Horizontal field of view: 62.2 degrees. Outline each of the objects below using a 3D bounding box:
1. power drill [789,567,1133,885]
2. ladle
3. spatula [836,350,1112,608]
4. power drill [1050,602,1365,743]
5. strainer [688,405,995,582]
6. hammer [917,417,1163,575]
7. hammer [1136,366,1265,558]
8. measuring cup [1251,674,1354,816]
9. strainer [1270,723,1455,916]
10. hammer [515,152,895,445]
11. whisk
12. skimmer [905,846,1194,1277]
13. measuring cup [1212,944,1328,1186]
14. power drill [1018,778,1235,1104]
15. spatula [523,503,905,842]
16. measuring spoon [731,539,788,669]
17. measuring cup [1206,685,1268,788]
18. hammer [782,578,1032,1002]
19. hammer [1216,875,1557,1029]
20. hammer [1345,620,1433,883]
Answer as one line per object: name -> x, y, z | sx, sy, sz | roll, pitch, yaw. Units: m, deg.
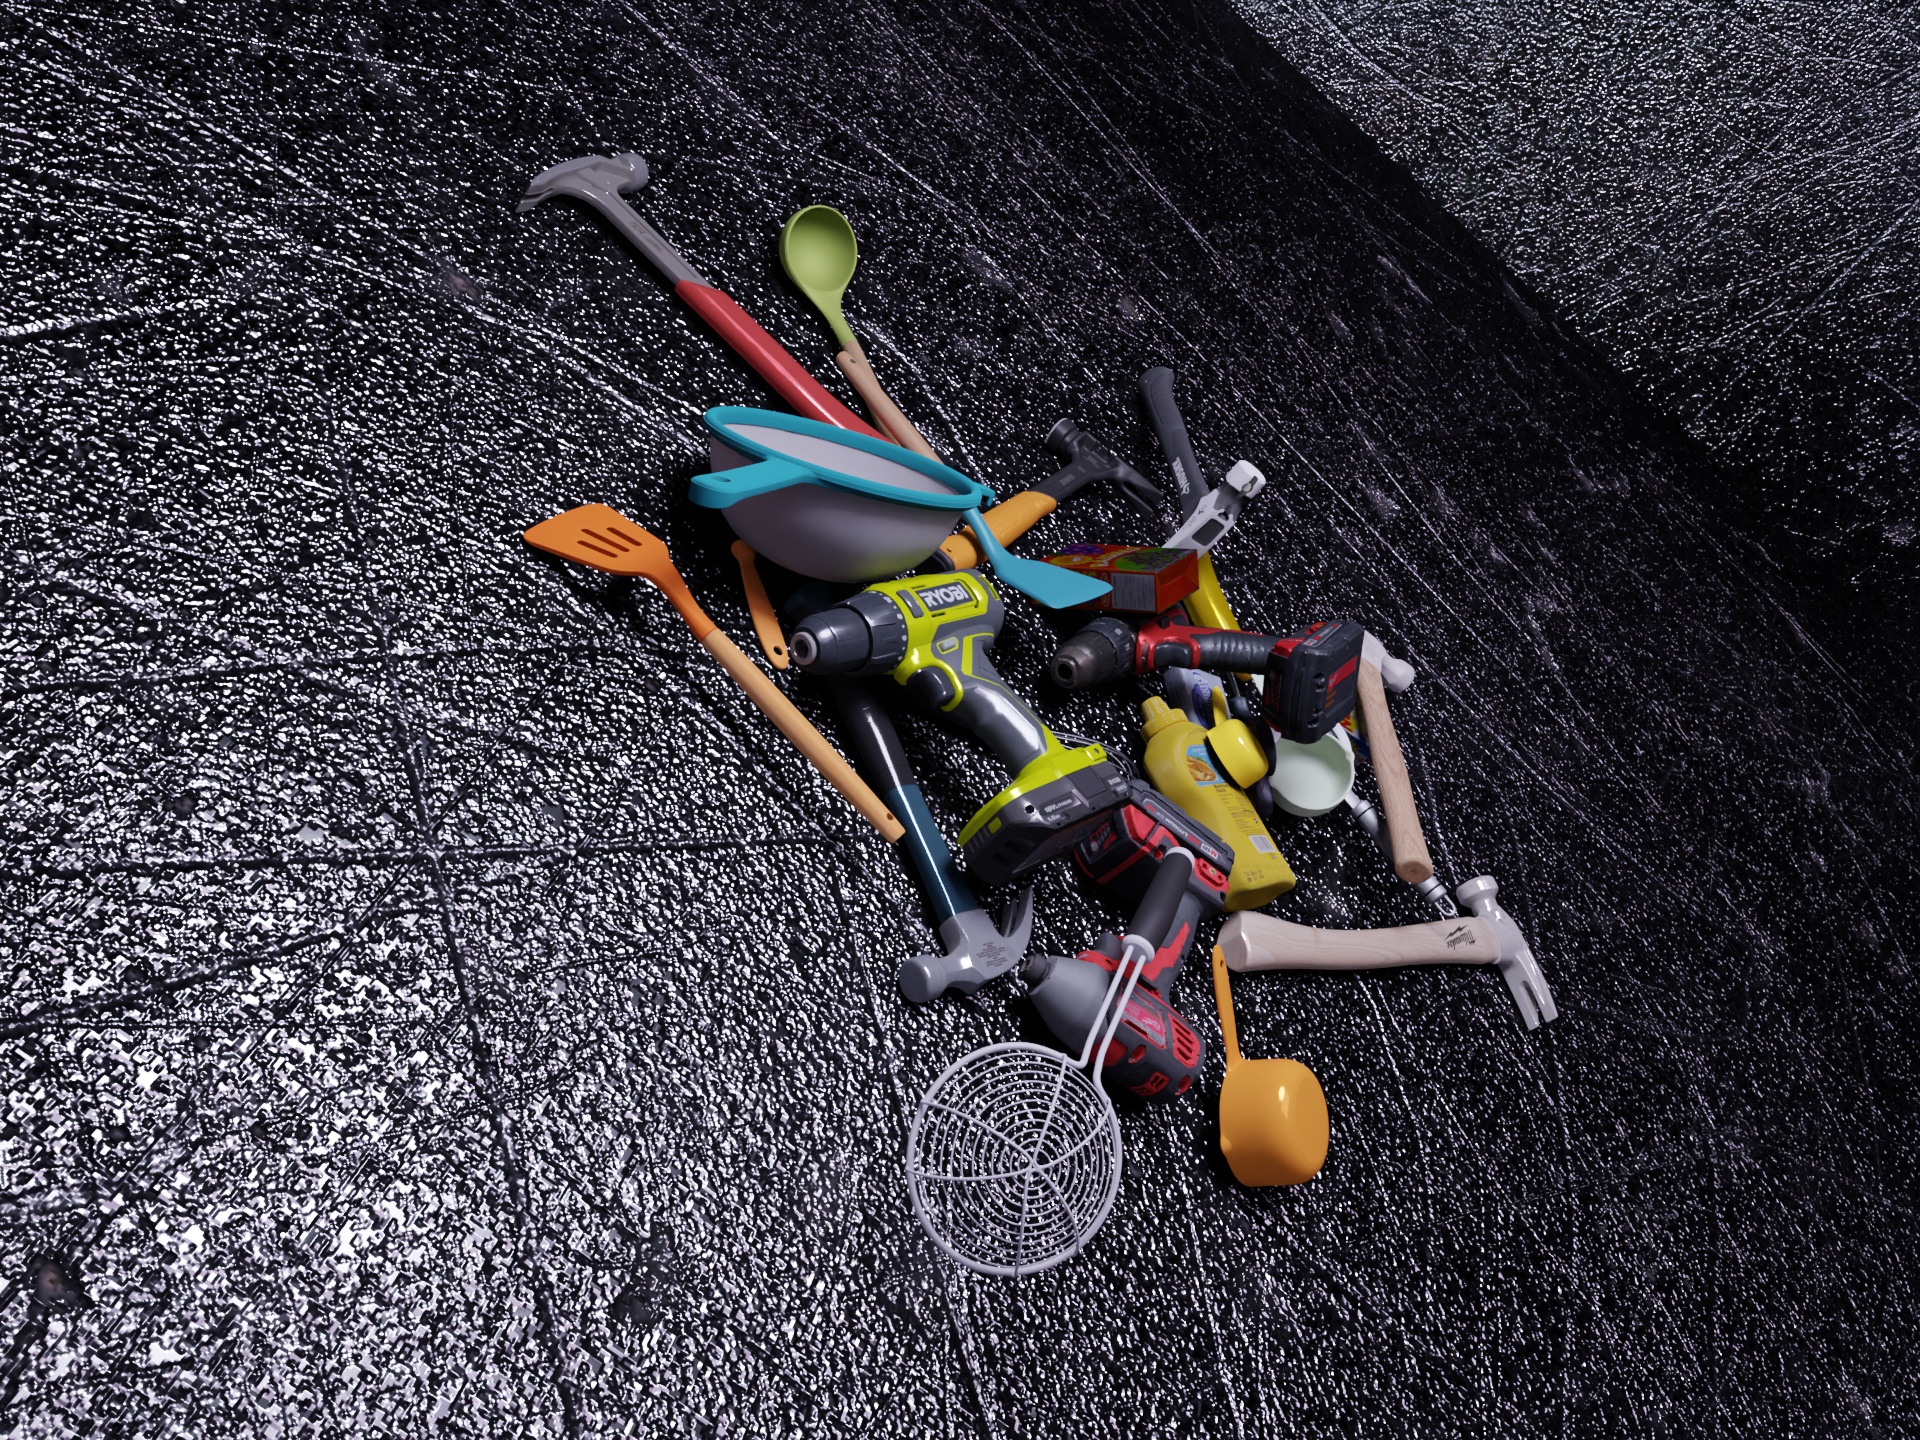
power drill -> -0.002, -0.004, 1.115 | 0.190, 0.080, 0.229 | -18, 66, -49
ladle -> -0.082, -0.317, 1.395 | 0.078, 0.062, 0.320 | -7, 64, -39
spatula -> -0.003, -0.202, 1.320 | 0.082, 0.044, 0.318 | -22, 67, -45
power drill -> 0.201, -0.048, 1.322 | 0.227, 0.080, 0.188 | 14, 23, 29
strainer -> -0.115, -0.142, 1.118 | 0.211, 0.095, 0.340 | 21, 19, 11
hammer -> 0.065, -0.184, 1.421 | 0.127, 0.034, 0.337 | 40, 38, 9
hammer -> 0.215, -0.267, 1.602 | 0.035, 0.146, 0.335 | 28, 29, -23
measuring cup -> 0.291, 0.010, 1.428 | 0.083, 0.038, 0.168 | -19, 68, -10
strainer -> 0.357, 0.077, 1.442 | 0.087, 0.050, 0.259 | -27, 67, -28
hammer -> -0.194, -0.326, 1.311 | 0.359, 0.036, 0.149 | 44, 37, -2
whisk -> 0.039, 0.009, 1.225 | 0.238, 0.055, 0.055 | 27, 41, -17
skimmer -> 0.077, 0.192, 1.011 | 0.127, 0.090, 0.363 | 45, 33, -4
measuring cup -> 0.215, 0.241, 1.115 | 0.095, 0.052, 0.173 | -16, 95, -58
power drill -> 0.119, 0.154, 1.145 | 0.143, 0.078, 0.220 | 36, 41, -13
spatula -> -0.156, -0.034, 1.069 | 0.322, 0.041, 0.081 | 47, 38, 3
measuring spoon -> -0.144, -0.087, 1.161 | 0.021, 0.011, 0.117 | 5, 53, -41
measuring cup -> 0.235, 0.002, 1.357 | 0.062, 0.029, 0.157 | 50, 21, -19
hammer -> -0.048, 0.038, 1.121 | 0.128, 0.033, 0.331 | -4, 59, -44
hammer -> 0.371, 0.204, 1.371 | 0.410, 0.038, 0.146 | 5, 54, -40
hammer -> 0.390, 0.021, 1.469 | 0.130, 0.031, 0.332 | 33, 34, -21
